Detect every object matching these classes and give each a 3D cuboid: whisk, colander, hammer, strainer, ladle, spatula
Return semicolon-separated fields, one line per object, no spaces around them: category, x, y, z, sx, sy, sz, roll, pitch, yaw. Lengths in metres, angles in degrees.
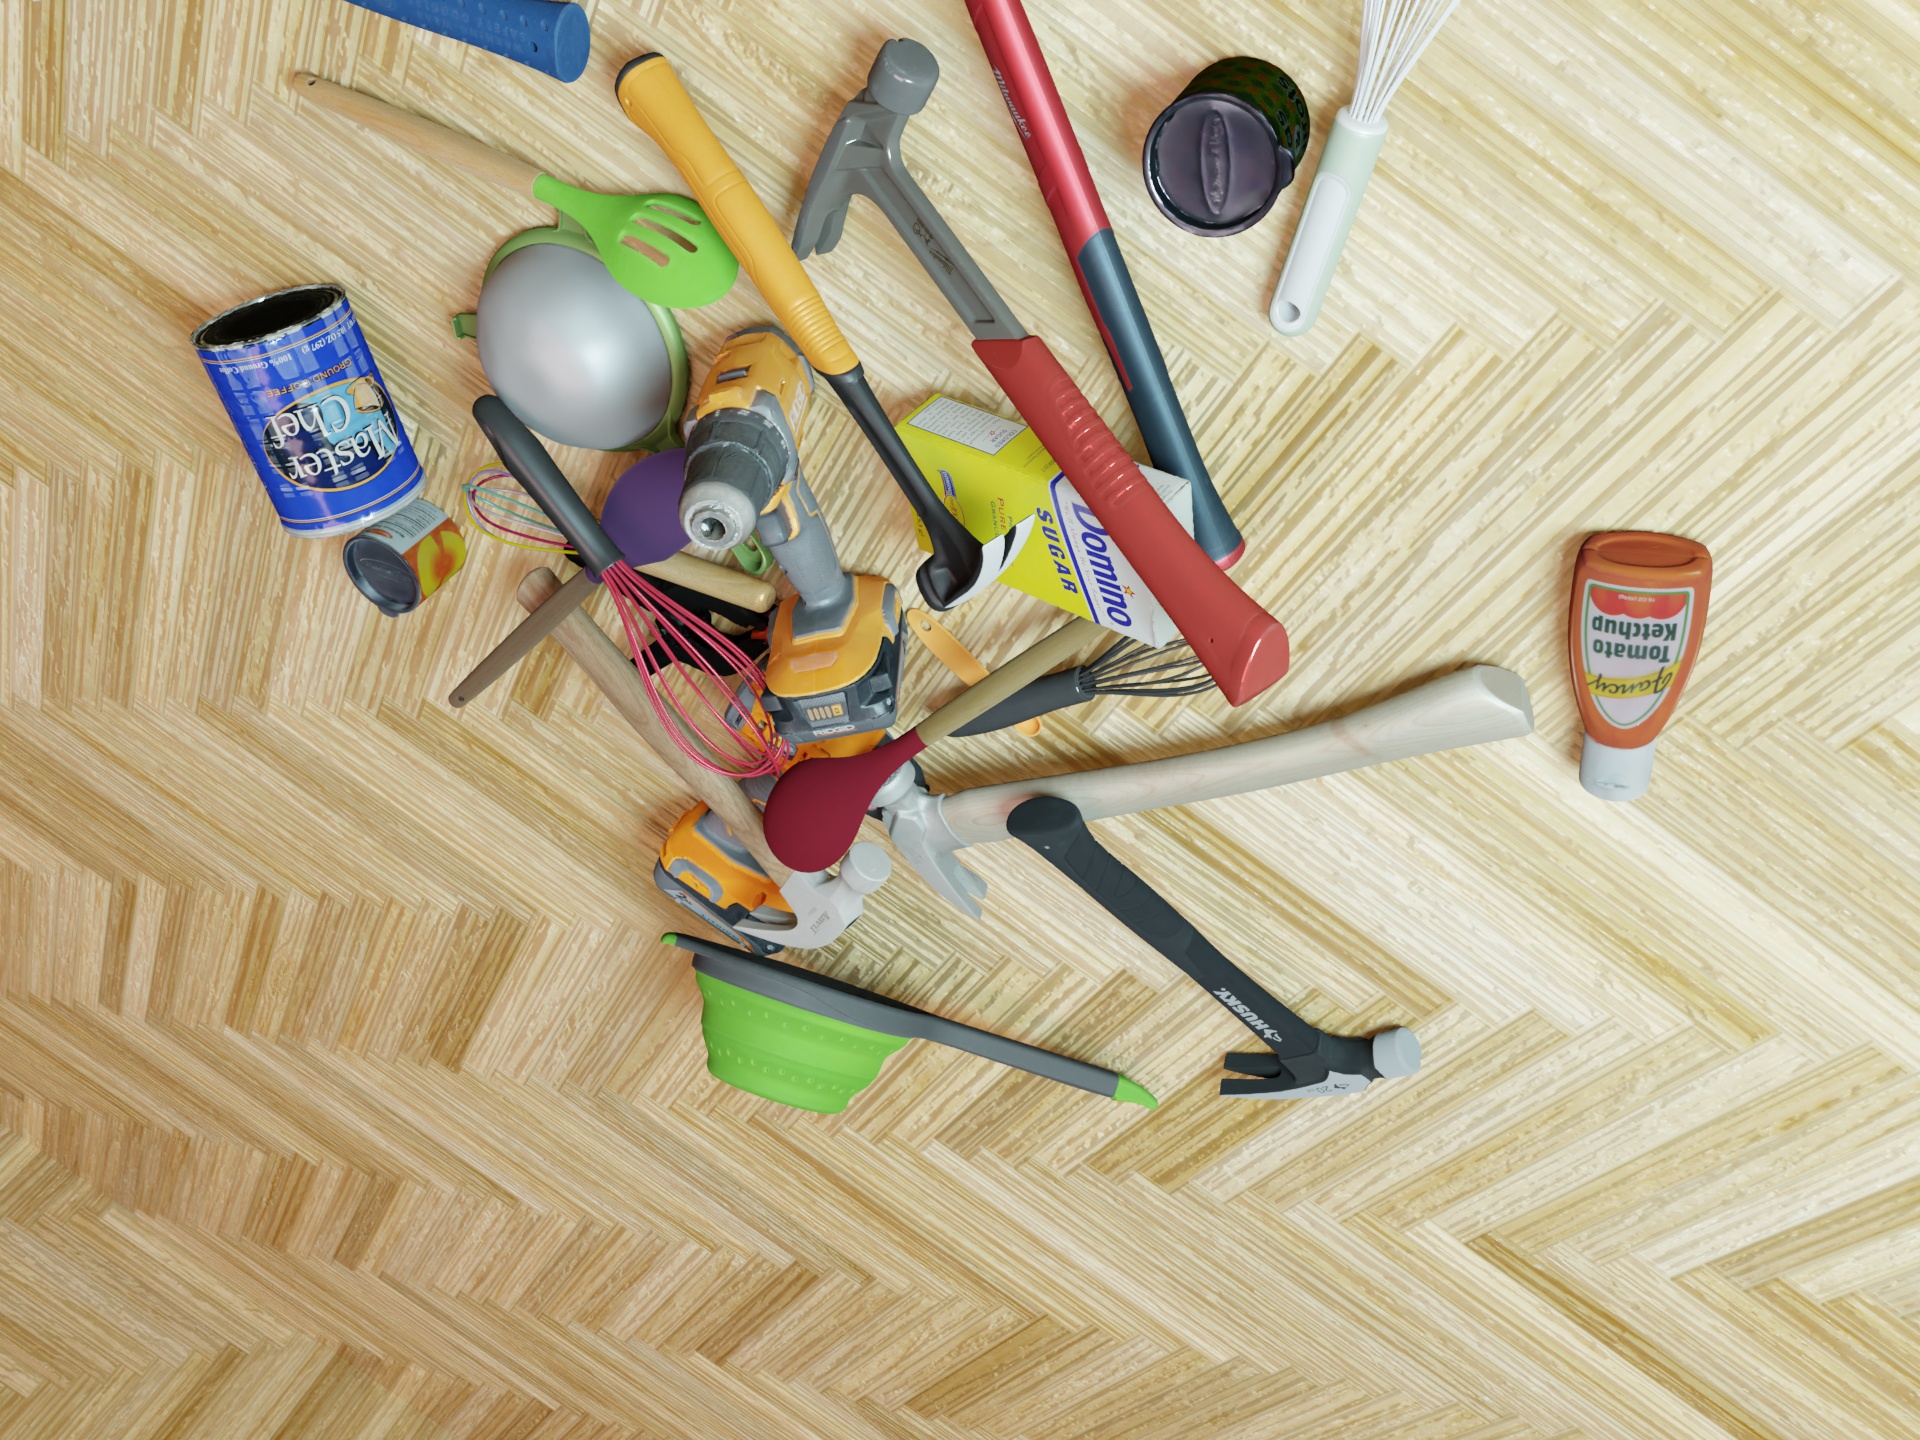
whisk;0.074;-0.026;0.975;0.239;0.055;0.055;-17;117;38
colander;-0.049;0.264;1.207;0.397;0.094;0.204;18;172;-2
whisk;-0.206;-0.080;0.991;0.073;0.073;0.295;-30;101;42
whisk;0.182;-0.276;0.712;0.058;0.059;0.246;31;141;15
hammer;0.039;-0.155;0.794;0.359;0.036;0.149;55;146;10
hammer;0.150;0.156;1.047;0.146;0.035;0.334;-24;126;41
hammer;-0.079;-0.213;0.851;0.337;0.034;0.127;56;162;-1
hammer;-0.190;0.023;1.086;0.331;0.031;0.130;46;130;10
hammer;0.141;0.041;0.977;0.410;0.038;0.146;-13;131;29
strainer;-0.216;-0.181;0.994;0.151;0.069;0.256;-27;109;41
ladle;-0.002;-0.003;0.969;0.315;0.031;0.069;-34;74;16
hammer;-0.394;-0.437;0.905;0.405;0.035;0.144;22;134;11
whisk;-0.232;-0.122;1.060;0.245;0.047;0.051;20;159;16
spatula;-0.259;-0.086;1.057;0.059;0.018;0.316;42;128;-18
hammer;0.070;-0.229;0.775;0.386;0.038;0.143;62;173;-30

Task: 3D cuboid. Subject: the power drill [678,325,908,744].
power drill;-0.100;-0.092;0.926;0.084;0.186;0.226;-10;126;11

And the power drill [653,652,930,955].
power drill;-0.117;0.072;1.146;0.164;0.084;0.226;34;131;0

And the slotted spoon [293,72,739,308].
slotted spoon;-0.266;-0.319;0.925;0.314;0.070;0.031;27;162;14

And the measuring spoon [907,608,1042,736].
measuring spoon;0.010;-0.033;1.037;0.117;0.011;0.021;43;129;-4
